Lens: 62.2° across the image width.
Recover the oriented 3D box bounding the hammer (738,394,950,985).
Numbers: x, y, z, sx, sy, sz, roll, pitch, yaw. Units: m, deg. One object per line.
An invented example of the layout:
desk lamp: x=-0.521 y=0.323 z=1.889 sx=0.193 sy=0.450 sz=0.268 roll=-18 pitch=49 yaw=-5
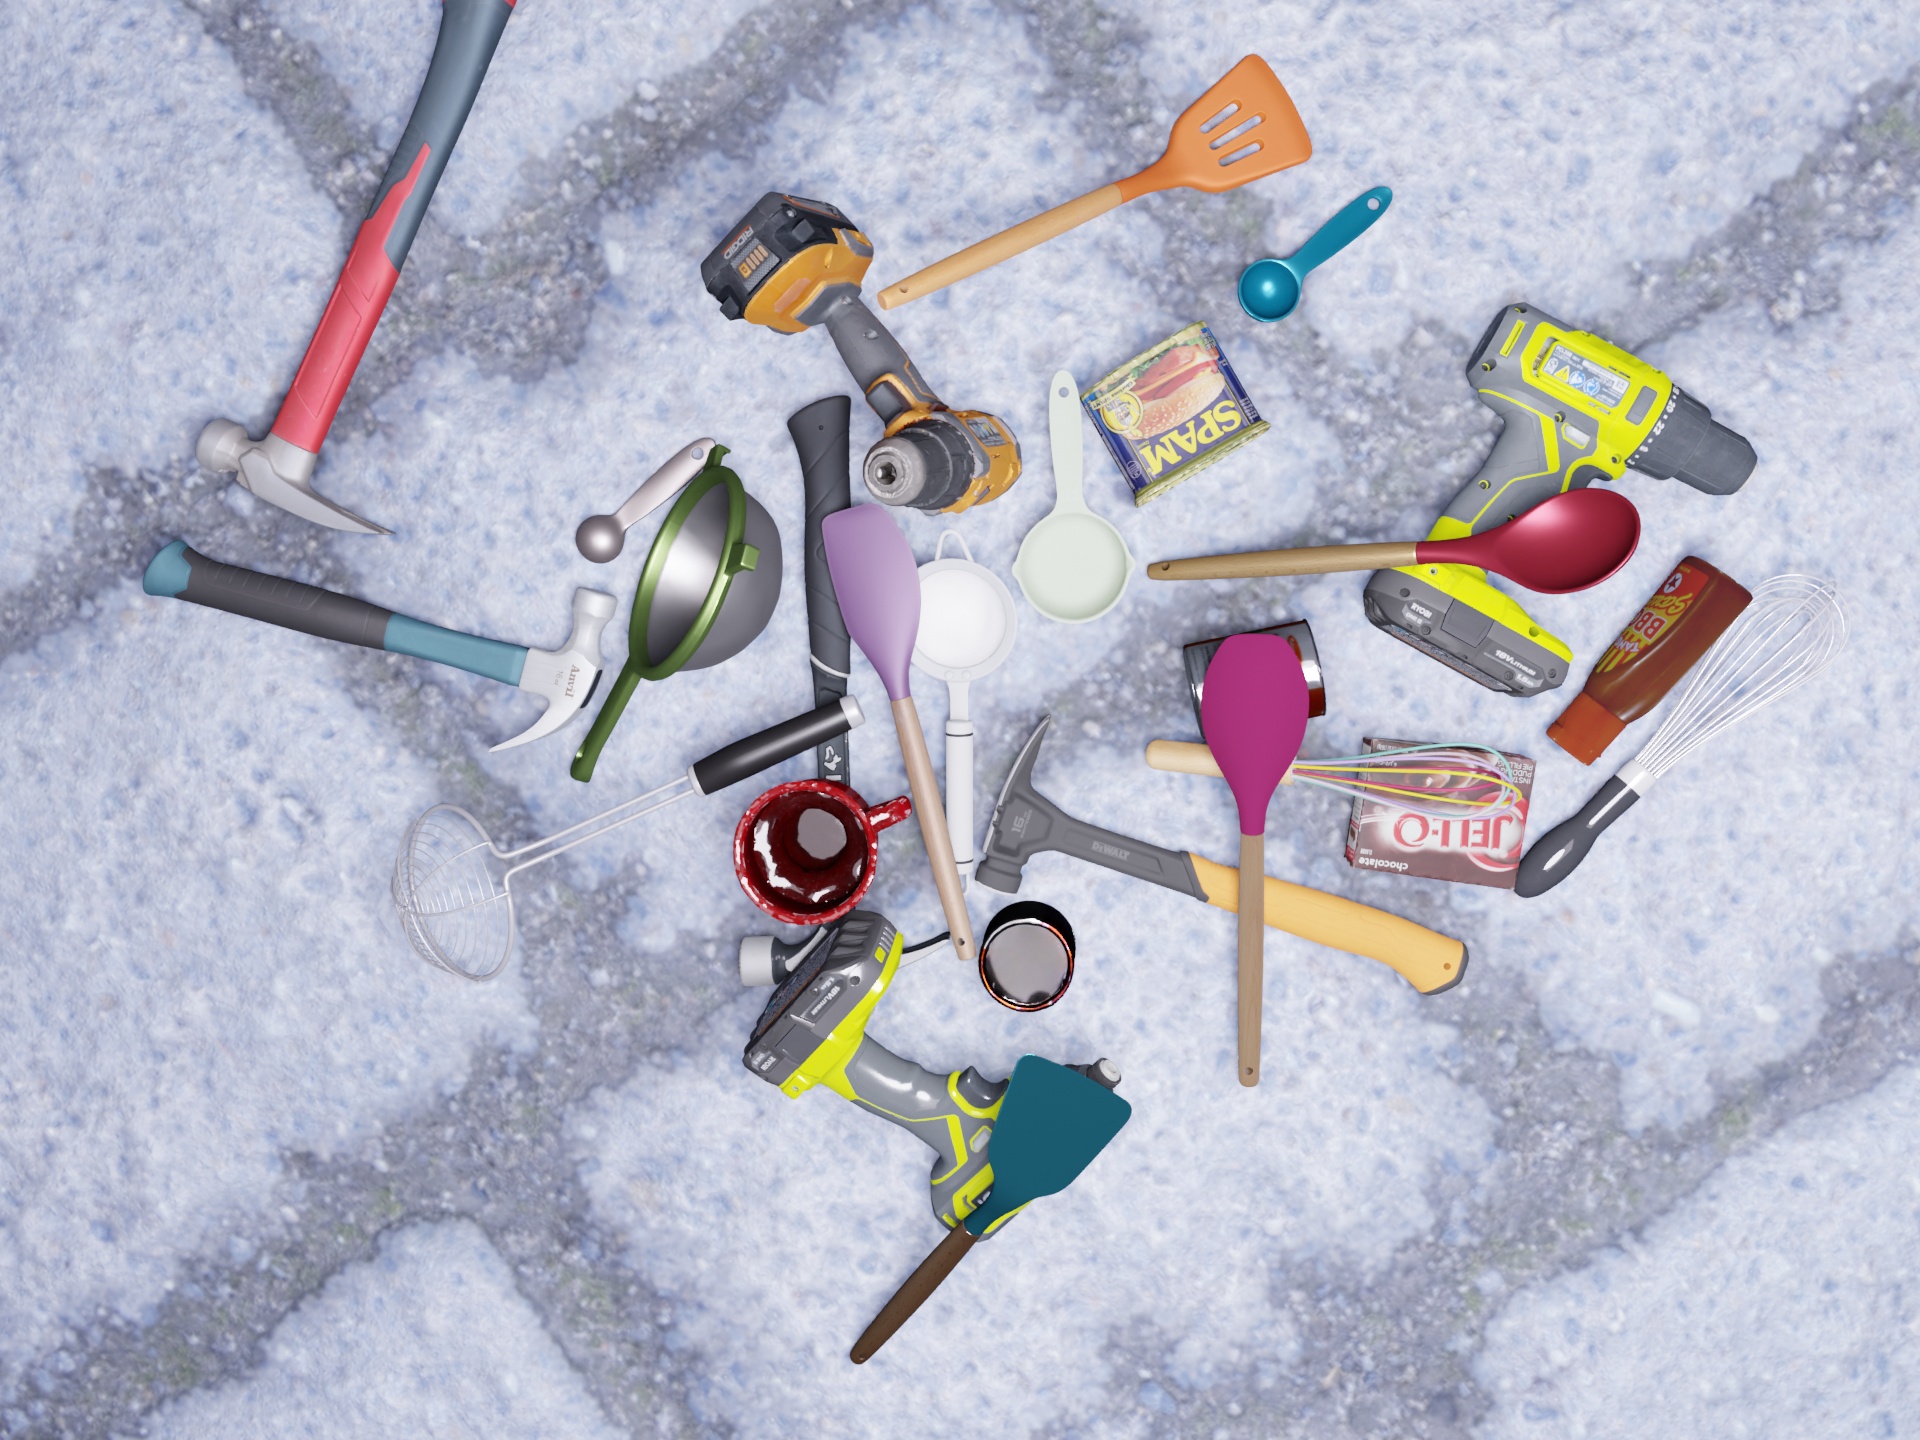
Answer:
hammer: x=-0.085 y=-0.018 z=1.101 sx=0.149 sy=0.036 sz=0.409 roll=-1 pitch=94 yaw=3

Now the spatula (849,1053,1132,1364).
spatula: x=0.000 y=0.345 z=1.071 sx=0.082 sy=0.044 sz=0.317 roll=28 pitch=124 yaw=-9

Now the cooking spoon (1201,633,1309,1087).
cooking spoon: x=0.193 y=0.098 z=1.053 sx=0.069 sy=0.017 sz=0.318 roll=1 pitch=107 yaw=12

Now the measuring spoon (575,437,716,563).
measuring spoon: x=-0.220 y=-0.156 z=1.108 sx=0.124 sy=0.018 sz=0.034 roll=-40 pitch=91 yaw=5

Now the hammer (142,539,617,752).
hammer: x=-0.414 y=-0.068 z=1.122 sx=0.331 sy=0.033 sz=0.128 roll=15 pitch=94 yaw=3

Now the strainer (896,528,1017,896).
strainer: x=-0.002 y=-0.003 z=1.094 sx=0.087 sy=0.050 sz=0.258 roll=2 pitch=100 yaw=13

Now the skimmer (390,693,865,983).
skimmer: x=-0.230 y=0.067 z=1.099 sx=0.363 sy=0.090 sz=0.127 roll=-24 pitch=82 yaw=2

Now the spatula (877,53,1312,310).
spatula: x=0.085 y=-0.336 z=1.026 sx=0.322 sy=0.041 sz=0.081 roll=-30 pitch=92 yaw=-20

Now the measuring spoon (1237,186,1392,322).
measuring spoon: x=0.238 y=-0.313 z=1.067 sx=0.128 sy=0.021 sz=0.042 roll=-40 pitch=91 yaw=-3

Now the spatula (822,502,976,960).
spatula: x=-0.032 y=0.009 z=1.075 sx=0.060 sy=0.018 sz=0.316 roll=-13 pitch=93 yaw=13

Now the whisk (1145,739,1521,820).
whisk: x=0.240 y=0.032 z=1.045 sx=0.245 sy=0.047 sz=0.051 roll=6 pitch=98 yaw=23

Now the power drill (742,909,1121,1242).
power drill: x=-0.017 y=0.235 z=1.066 sx=0.223 sy=0.080 sz=0.171 roll=37 pitch=116 yaw=-9

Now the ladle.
ladle: x=0.264 y=-0.104 z=1.008 sx=0.315 sy=0.031 sz=0.069 roll=-1 pitch=67 yaw=31

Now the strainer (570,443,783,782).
strainer: x=-0.186 y=-0.049 z=1.085 sx=0.069 sy=0.152 sz=0.256 roll=19 pitch=118 yaw=-29

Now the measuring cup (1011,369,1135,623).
measuring cup: x=0.074 y=-0.150 z=1.071 sx=0.083 sy=0.038 sz=0.167 roll=-3 pitch=98 yaw=5

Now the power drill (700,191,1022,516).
power drill: x=-0.064 y=-0.224 z=1.010 sx=0.084 sy=0.185 sz=0.226 roll=-40 pitch=88 yaw=23

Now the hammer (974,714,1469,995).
hammer: x=0.186 y=0.107 z=1.091 sx=0.337 sy=0.034 sz=0.127 roll=19 pitch=97 yaw=2

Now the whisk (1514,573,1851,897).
whisk: x=0.473 y=0.015 z=1.056 sx=0.070 sy=0.070 sz=0.284 roll=42 pitch=101 yaw=0

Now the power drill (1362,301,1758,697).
power drill: x=0.387 y=-0.133 z=1.037 sx=0.190 sy=0.080 sz=0.228 roll=29 pitch=93 yaw=2

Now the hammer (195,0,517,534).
hammer: x=-0.385 y=-0.320 z=1.098 sx=0.143 sy=0.038 sz=0.386 roll=27 pitch=96 yaw=0
